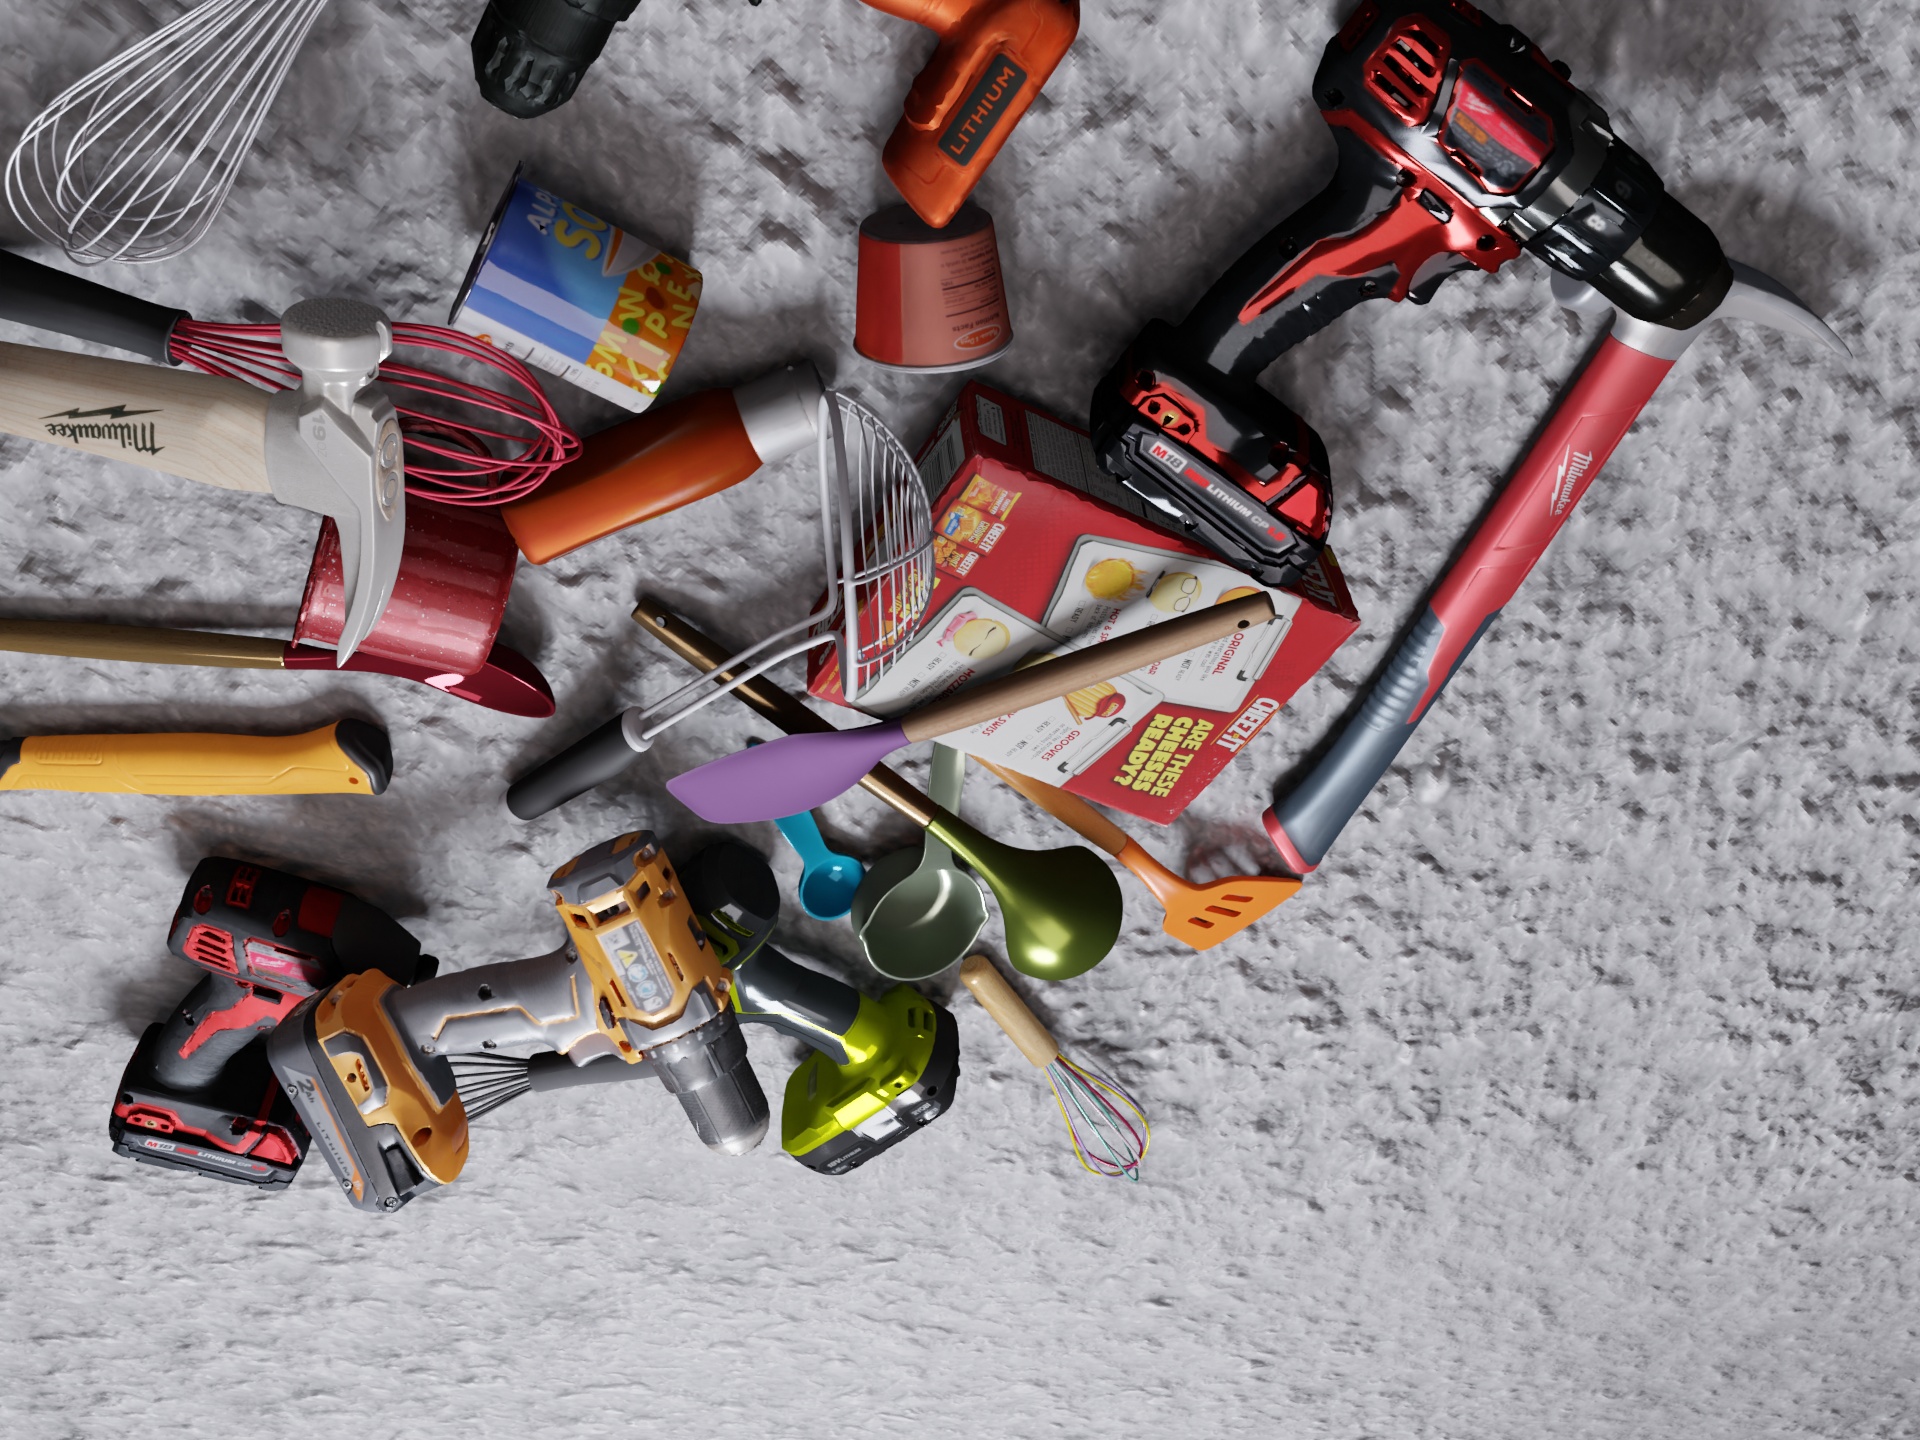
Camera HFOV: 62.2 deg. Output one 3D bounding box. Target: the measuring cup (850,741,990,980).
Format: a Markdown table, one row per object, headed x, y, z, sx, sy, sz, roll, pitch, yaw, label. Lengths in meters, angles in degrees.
| x | y | z | sx | sy | sz | roll | pitch | yaw | label |
| --- | --- | --- | --- | --- | --- | --- | --- | --- | --- |
| -0.021 | 0.068 | 0.902 | 0.083 | 0.038 | 0.167 | -4 | 116 | -27 | measuring cup |

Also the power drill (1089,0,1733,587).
| x | y | z | sx | sy | sz | roll | pitch | yaw | label |
| --- | --- | --- | --- | --- | --- | --- | --- | --- | --- |
| 0.181 | -0.164 | 0.663 | 0.187 | 0.080 | 0.226 | 32 | 120 | -12 | power drill |

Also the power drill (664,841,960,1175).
| x | y | z | sx | sy | sz | roll | pitch | yaw | label |
| --- | --- | --- | --- | --- | --- | --- | --- | --- | --- |
| -0.124 | 0.183 | 0.968 | 0.171 | 0.080 | 0.223 | -37 | 121 | 24 | power drill |

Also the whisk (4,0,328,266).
| x | y | z | sx | sy | sz | roll | pitch | yaw | label |
| --- | --- | --- | --- | --- | --- | --- | --- | --- | --- |
| -0.243 | -0.263 | 0.573 | 0.284 | 0.070 | 0.070 | -36 | 125 | 19 | whisk |

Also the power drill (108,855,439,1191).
| x | y | z | sx | sy | sz | roll | pitch | yaw | label |
| --- | --- | --- | --- | --- | --- | --- | --- | --- | --- |
| -0.407 | 0.179 | 0.941 | 0.143 | 0.079 | 0.219 | 22 | 123 | -22 | power drill |

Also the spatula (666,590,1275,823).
| x | y | z | sx | sy | sz | roll | pitch | yaw | label |
| --- | --- | --- | --- | --- | --- | --- | --- | --- | --- |
| -0.001 | -0.002 | 0.752 | 0.316 | 0.018 | 0.059 | -20 | 139 | 24 | spatula |

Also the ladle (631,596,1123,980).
| x | y | z | sx | sy | sz | roll | pitch | yaw | label |
| --- | --- | --- | --- | --- | --- | --- | --- | --- | --- |
| -0.040 | 0.035 | 0.842 | 0.320 | 0.062 | 0.078 | 36 | 79 | -15 | ladle |

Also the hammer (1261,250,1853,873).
| x | y | z | sx | sy | sz | roll | pitch | yaw | label |
| --- | --- | --- | --- | --- | --- | --- | --- | --- | --- |
| 0.272 | -0.058 | 0.810 | 0.143 | 0.038 | 0.386 | 11 | 130 | -17 | hammer |

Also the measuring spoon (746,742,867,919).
| x | y | z | sx | sy | sz | roll | pitch | yaw | label |
| --- | --- | --- | --- | --- | --- | --- | --- | --- | --- |
| -0.093 | 0.060 | 0.900 | 0.042 | 0.021 | 0.128 | -33 | 122 | -11 | measuring spoon |

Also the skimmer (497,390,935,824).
| x | y | z | sx | sy | sz | roll | pitch | yaw | label |
| --- | --- | --- | --- | --- | --- | --- | --- | --- | --- |
| -0.139 | -0.024 | 0.738 | 0.090 | 0.127 | 0.363 | 15 | 148 | -43 | skimmer |

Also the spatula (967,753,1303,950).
| x | y | z | sx | sy | sz | roll | pitch | yaw | label |
| --- | --- | --- | --- | --- | --- | --- | --- | --- | --- |
| 0.071 | 0.052 | 0.896 | 0.322 | 0.041 | 0.081 | 36 | 119 | -28 | spatula |

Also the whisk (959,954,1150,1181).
| x | y | z | sx | sy | sz | roll | pitch | yaw | label |
| --- | --- | --- | --- | --- | --- | --- | --- | --- | --- |
| 0.063 | 0.235 | 1.051 | 0.047 | 0.051 | 0.244 | -21 | 127 | 21 | whisk |

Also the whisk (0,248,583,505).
| x | y | z | sx | sy | sz | roll | pitch | yaw | label |
| --- | --- | --- | --- | --- | --- | --- | --- | --- | --- |
| -0.300 | -0.150 | 0.651 | 0.296 | 0.073 | 0.073 | 16 | 129 | -5 | whisk |

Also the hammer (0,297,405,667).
| x | y | z | sx | sy | sz | roll | pitch | yaw | label |
| --- | --- | --- | --- | --- | --- | --- | --- | --- | --- |
| -0.420 | -0.131 | 0.623 | 0.410 | 0.038 | 0.146 | 13 | 124 | 2 | hammer |

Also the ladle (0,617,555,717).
| x | y | z | sx | sy | sz | roll | pitch | yaw | label |
| --- | --- | --- | --- | --- | --- | --- | --- | --- | --- |
| -0.358 | -0.033 | 0.784 | 0.315 | 0.031 | 0.069 | 5 | 157 | -5 | ladle |

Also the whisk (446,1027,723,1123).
| x | y | z | sx | sy | sz | roll | pitch | yaw | label |
| --- | --- | --- | --- | --- | --- | --- | --- | --- | --- |
| -0.243 | 0.205 | 0.926 | 0.239 | 0.055 | 0.055 | -12 | 132 | 12 | whisk |

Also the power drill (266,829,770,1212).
| x | y | z | sx | sy | sz | roll | pitch | yaw | label |
| --- | --- | --- | --- | --- | --- | --- | --- | --- | --- |
| -0.227 | 0.183 | 0.859 | 0.226 | 0.084 | 0.185 | -25 | 101 | 2 | power drill |

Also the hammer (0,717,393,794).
| x | y | z | sx | sy | sz | roll | pitch | yaw | label |
| --- | --- | --- | --- | --- | --- | --- | --- | --- | --- |
| -0.468 | 0.029 | 0.826 | 0.337 | 0.034 | 0.127 | 0 | 131 | -5 | hammer |
